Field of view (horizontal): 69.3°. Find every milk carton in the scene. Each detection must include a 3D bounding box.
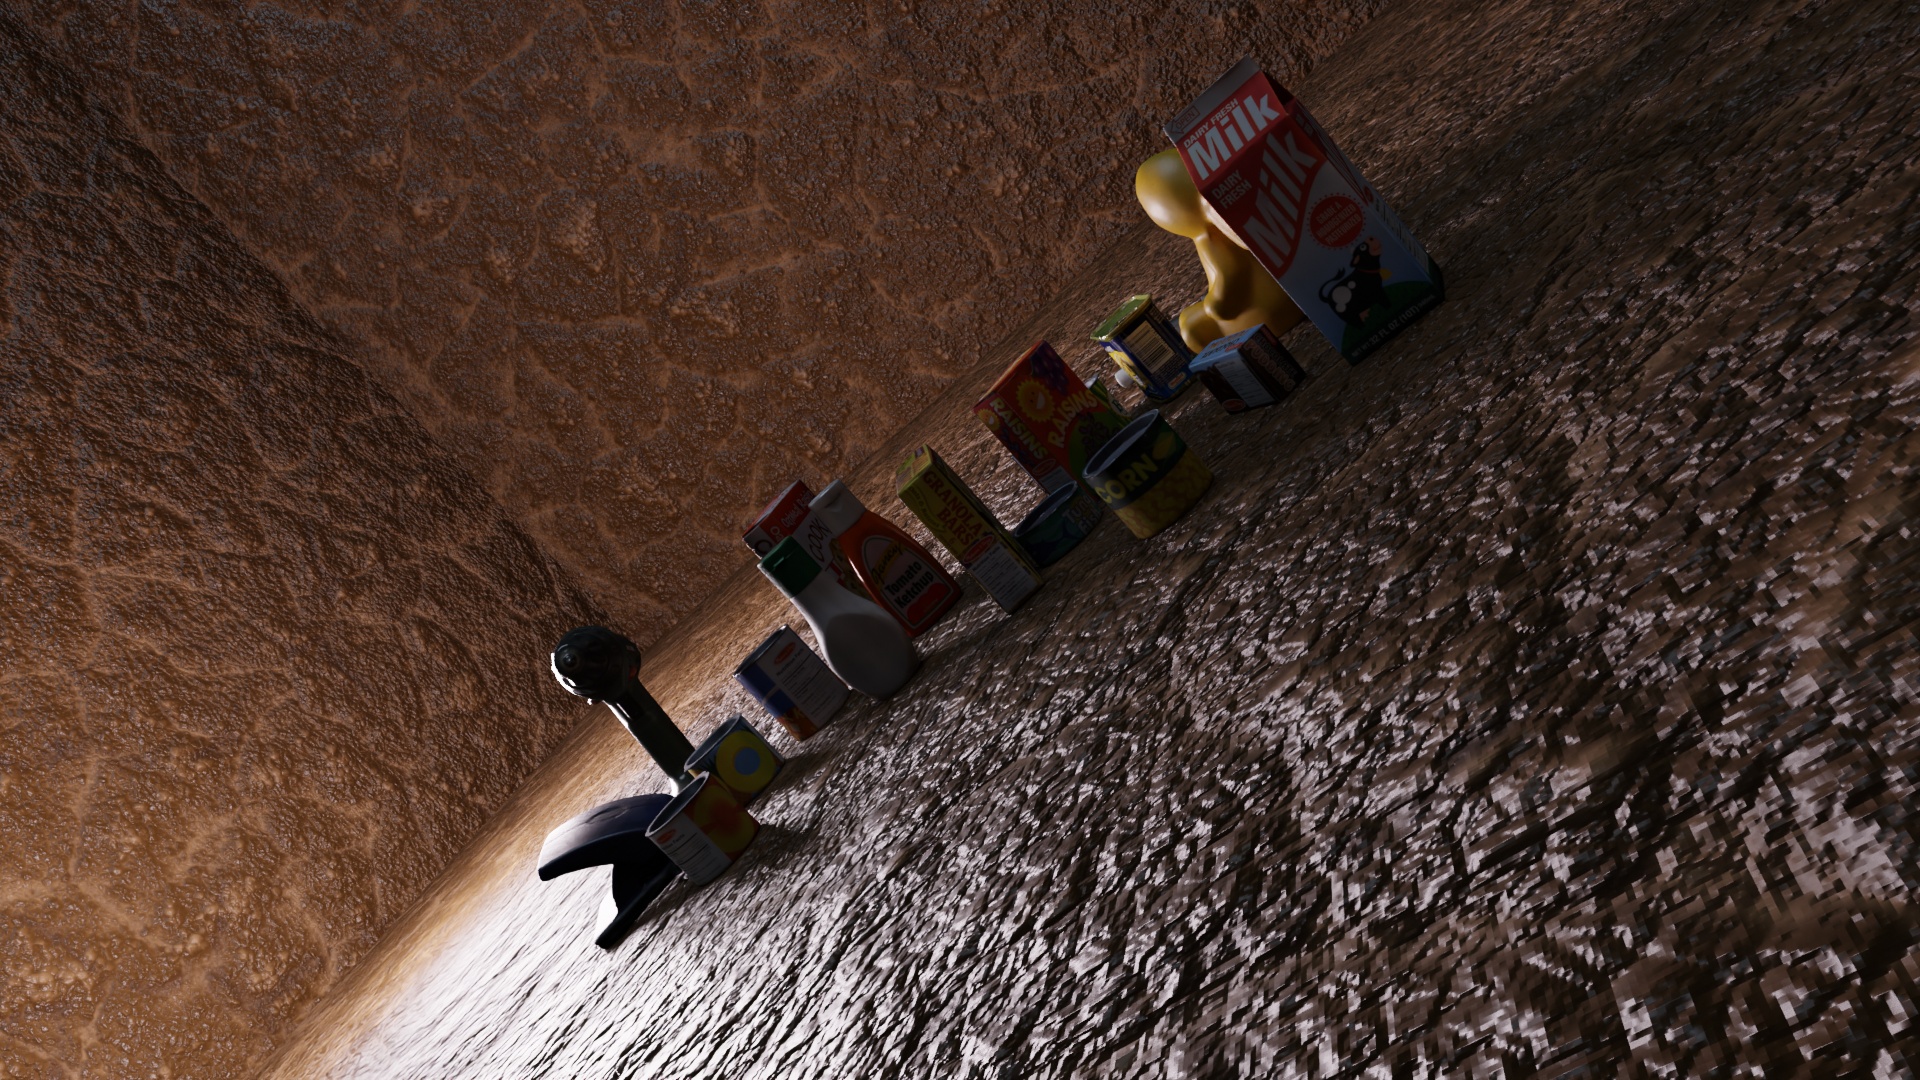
[{"bbox_3d":[0.216,-0.211,0.877,0.072,0.190,0.074,-38,9,28],"label":"milk carton"}]

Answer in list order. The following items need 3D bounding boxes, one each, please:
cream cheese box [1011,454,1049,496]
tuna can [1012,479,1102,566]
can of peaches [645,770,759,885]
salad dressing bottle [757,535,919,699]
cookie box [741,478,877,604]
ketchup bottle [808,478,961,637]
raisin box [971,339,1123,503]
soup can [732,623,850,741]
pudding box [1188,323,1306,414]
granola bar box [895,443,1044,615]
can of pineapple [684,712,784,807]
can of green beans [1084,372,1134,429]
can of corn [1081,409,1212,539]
[{"bbox_3d":[0.088,-0.088,1.305,0.024,0.053,0.104,-37,10,37],"label":"cream cheese box"},{"bbox_3d":[0.076,-0.014,1.068,0.071,0.033,0.071,-41,9,8],"label":"tuna can"},{"bbox_3d":[-0.196,0.220,1.065,0.071,0.058,0.071,-42,9,8],"label":"can of peaches"},{"bbox_3d":[-0.098,0.060,1.103,0.064,0.147,0.044,-42,8,5],"label":"salad dressing bottle"},{"bbox_3d":[-0.120,0.029,1.290,0.040,0.167,0.123,-41,9,15],"label":"cookie box"},{"bbox_3d":[-0.069,0.012,1.209,0.065,0.148,0.043,-43,8,-4],"label":"ketchup bottle"},{"bbox_3d":[0.079,-0.092,1.139,0.040,0.123,0.086,-33,13,49],"label":"raisin box"},{"bbox_3d":[-0.150,0.126,1.228,0.071,0.083,0.071,-42,8,8],"label":"soup can"},{"bbox_3d":[0.200,-0.120,0.975,0.030,0.049,0.083,-44,9,-11],"label":"pudding box"},{"bbox_3d":[0.004,-0.014,1.087,0.039,0.124,0.166,-42,8,3],"label":"granola bar box"},{"bbox_3d":[-0.195,0.193,1.194,0.071,0.058,0.071,-42,9,8],"label":"can of pineapple"},{"bbox_3d":[0.116,-0.104,1.246,0.071,0.058,0.071,-42,9,8],"label":"can of green beans"},{"bbox_3d":[0.122,-0.042,0.914,0.071,0.058,0.071,-42,9,8],"label":"can of corn"}]
